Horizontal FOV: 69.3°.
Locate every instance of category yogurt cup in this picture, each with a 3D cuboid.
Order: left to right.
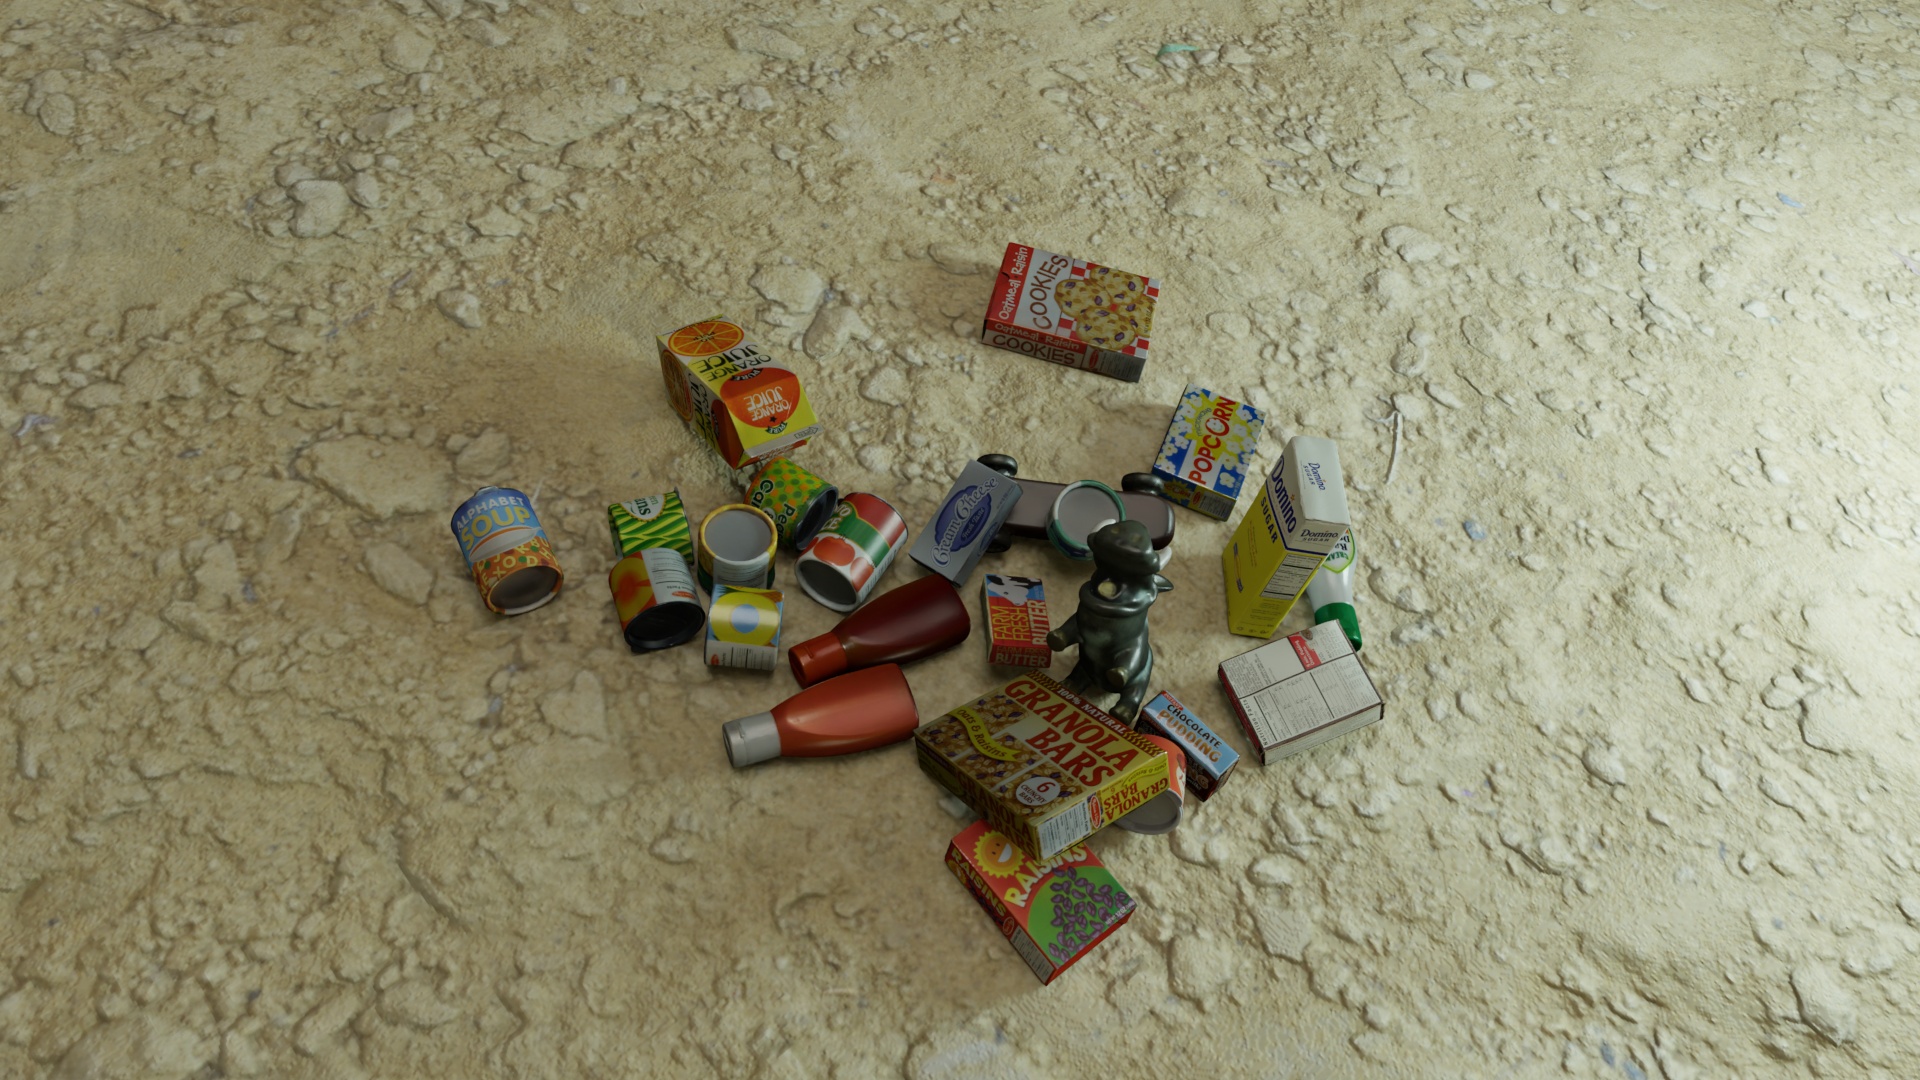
[{"bbox_3d":[0.147,0.191,1.097,0.072,0.072,0.054,21,44,5],"label":"yogurt cup"}]

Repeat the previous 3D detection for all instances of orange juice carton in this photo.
[{"bbox_3d":[-0.196,-0.126,1.231,0.072,0.072,0.193,-22,40,-25],"label":"orange juice carton"}]

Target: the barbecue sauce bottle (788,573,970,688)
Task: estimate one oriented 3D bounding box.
[{"bbox_3d":[-0.069,0.079,1.153,0.149,0.043,0.065,-21,58,-23],"label":"barbecue sauce bottle"}]

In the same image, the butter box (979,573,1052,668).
[{"bbox_3d":[0.047,0.068,1.175,0.053,0.024,0.104,5,32,-7],"label":"butter box"}]

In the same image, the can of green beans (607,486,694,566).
[{"bbox_3d":[-0.260,-0.004,1.166,0.058,0.071,0.071,-13,57,-19],"label":"can of green beans"}]

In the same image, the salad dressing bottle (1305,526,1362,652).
[{"bbox_3d":[0.334,0.035,1.262,0.064,0.043,0.148,3,55,-8],"label":"salad dressing bottle"}]

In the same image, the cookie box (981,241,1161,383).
[{"bbox_3d":[0.115,-0.237,1.431,0.167,0.040,0.123,15,52,1],"label":"cookie box"}]

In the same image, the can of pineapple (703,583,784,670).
[{"bbox_3d":[-0.175,0.069,1.126,0.058,0.070,0.071,7,52,-7],"label":"can of pineapple"}]

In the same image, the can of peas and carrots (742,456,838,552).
[{"bbox_3d":[-0.149,-0.031,1.206,0.059,0.070,0.071,30,54,13],"label":"can of peas and carrots"}]

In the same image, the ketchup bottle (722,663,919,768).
[{"bbox_3d":[-0.111,0.143,1.096,0.149,0.043,0.065,-12,55,-19],"label":"ketchup bottle"}]

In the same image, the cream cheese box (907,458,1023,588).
[{"bbox_3d":[0.004,-0.015,1.211,0.053,0.024,0.104,29,82,26],"label":"cream cheese box"}]

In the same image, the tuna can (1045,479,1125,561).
[{"bbox_3d":[0.112,-0.016,1.212,0.071,0.032,0.071,2,70,-6],"label":"tuna can"}]

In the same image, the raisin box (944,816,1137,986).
[{"bbox_3d":[0.059,0.256,1.045,0.086,0.039,0.123,-30,64,-28],"label":"raisin box"}]

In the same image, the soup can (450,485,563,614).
[{"bbox_3d":[-0.370,0.007,1.133,0.071,0.071,0.084,-21,59,-24],"label":"soup can"}]

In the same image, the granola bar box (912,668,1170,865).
[{"bbox_3d":[0.060,0.168,1.063,0.124,0.039,0.166,-24,30,-25],"label":"granola bar box"}]

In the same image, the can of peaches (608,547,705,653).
[{"bbox_3d":[-0.249,0.049,1.130,0.071,0.071,0.058,-13,57,-20],"label":"can of peaches"}]

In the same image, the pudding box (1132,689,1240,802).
[{"bbox_3d":[0.182,0.167,1.129,0.030,0.049,0.084,-35,66,-29],"label":"pudding box"}]

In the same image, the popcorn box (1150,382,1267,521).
[{"bbox_3d":[0.237,-0.086,1.340,0.085,0.038,0.127,22,52,7],"label":"popcorn box"}]

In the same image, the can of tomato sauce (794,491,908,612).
[{"bbox_3d":[-0.095,0.009,1.187,0.071,0.070,0.083,27,54,10],"label":"can of tomato sauce"}]

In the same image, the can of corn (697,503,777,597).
[{"bbox_3d":[-0.190,0.009,1.174,0.071,0.058,0.071,5,52,-7],"label":"can of corn"}]
